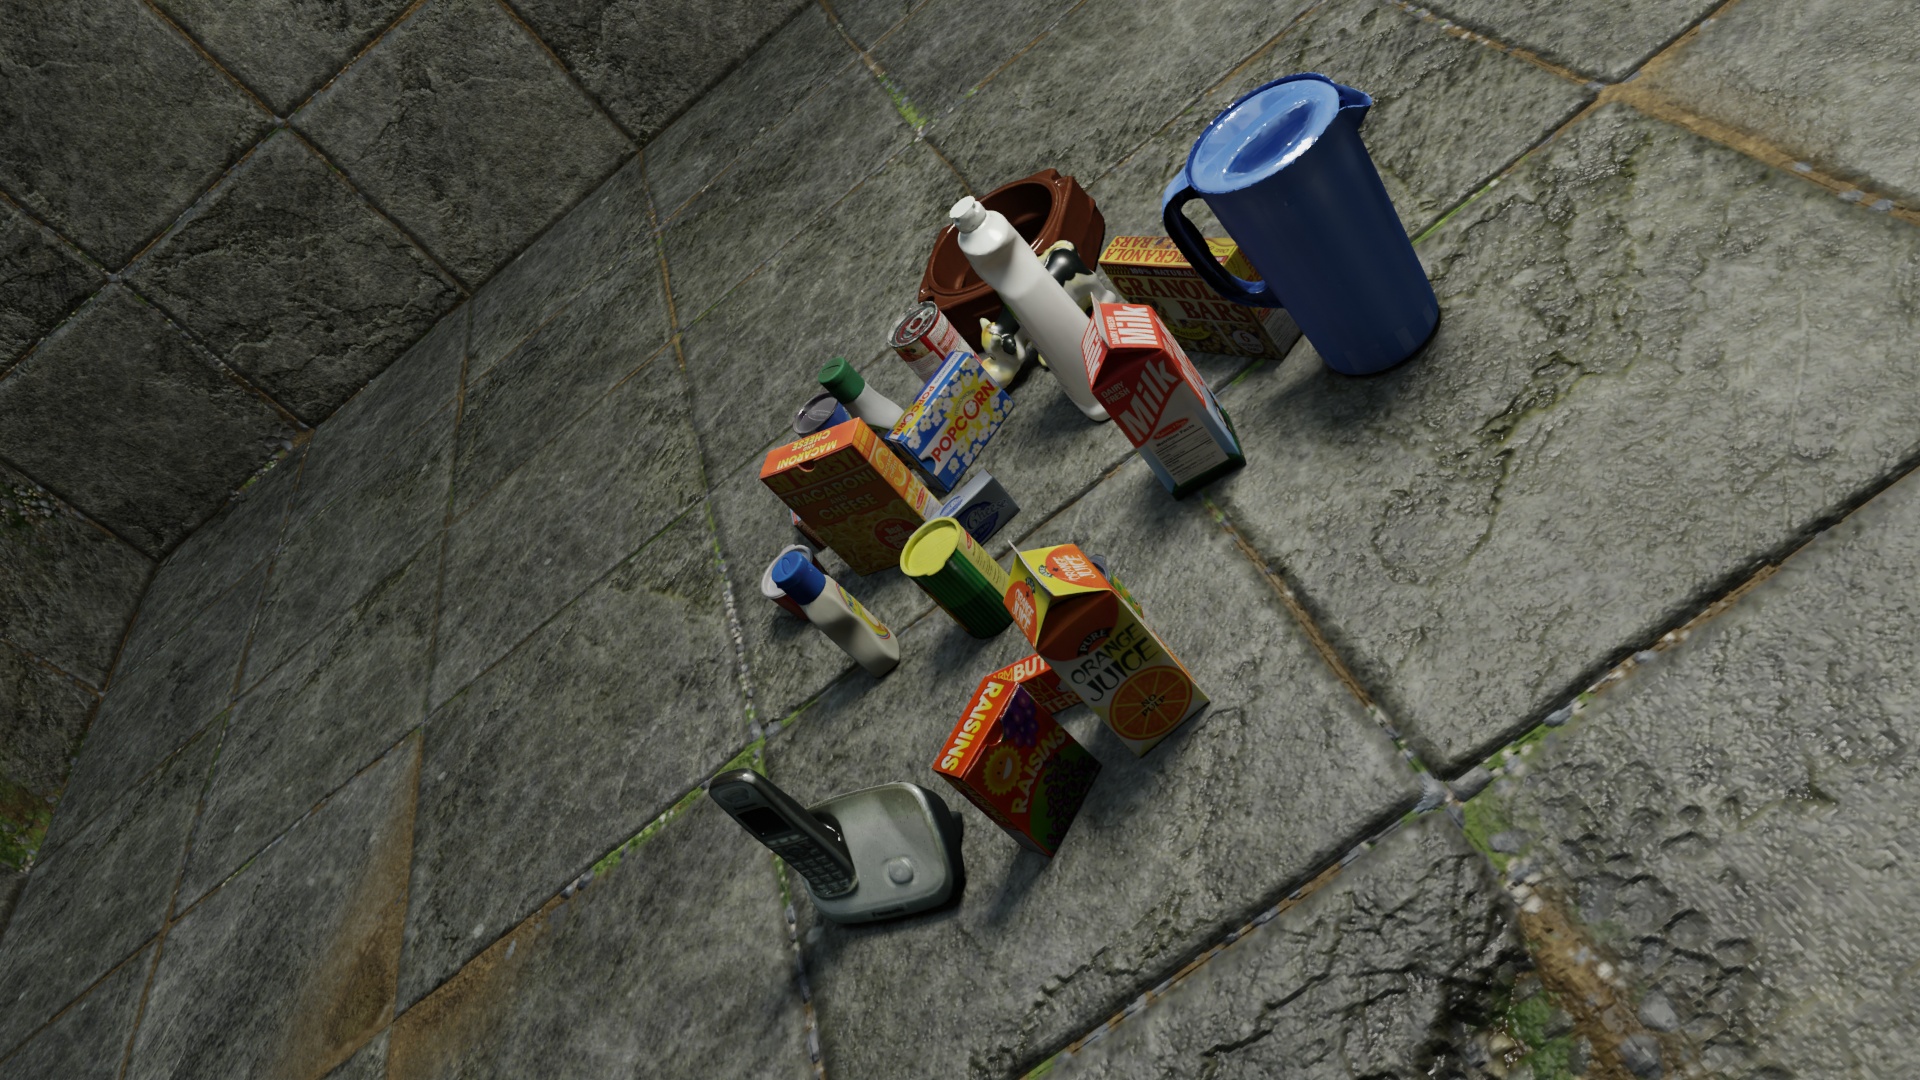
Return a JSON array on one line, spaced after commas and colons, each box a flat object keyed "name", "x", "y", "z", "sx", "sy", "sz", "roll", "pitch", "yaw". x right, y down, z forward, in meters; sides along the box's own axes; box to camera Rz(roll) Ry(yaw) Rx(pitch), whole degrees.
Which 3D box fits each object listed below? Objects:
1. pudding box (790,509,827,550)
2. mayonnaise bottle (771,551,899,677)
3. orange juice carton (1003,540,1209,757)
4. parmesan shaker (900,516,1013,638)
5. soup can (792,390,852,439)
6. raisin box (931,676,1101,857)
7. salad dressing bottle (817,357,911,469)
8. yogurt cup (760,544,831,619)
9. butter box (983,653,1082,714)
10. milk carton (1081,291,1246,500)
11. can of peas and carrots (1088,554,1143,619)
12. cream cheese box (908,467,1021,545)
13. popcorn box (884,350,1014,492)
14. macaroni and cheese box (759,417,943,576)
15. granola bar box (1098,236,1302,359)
[{"name": "pudding box", "x": -0.167, "y": -0.033, "z": 1.559, "sx": 0.030, "sy": 0.049, "sz": 0.084, "roll": -36, "pitch": 35, "yaw": 11}, {"name": "mayonnaise bottle", "x": -0.117, "y": 0.068, "z": 1.311, "sx": 0.041, "sy": 0.147, "sz": 0.065, "roll": -39, "pitch": 34, "yaw": 7}, {"name": "orange juice carton", "x": 0.100, "y": 0.073, "z": 1.045, "sx": 0.073, "sy": 0.192, "sz": 0.072, "roll": -40, "pitch": 34, "yaw": 5}, {"name": "parmesan shaker", "x": 0.002, "y": 0.037, "z": 1.263, "sx": 0.071, "sy": 0.103, "sz": 0.072, "roll": -27, "pitch": 37, "yaw": 23}, {"name": "soup can", "x": -0.139, "y": -0.124, "z": 1.598, "sx": 0.071, "sy": 0.083, "sz": 0.072, "roll": -27, "pitch": 37, "yaw": 23}, {"name": "raisin box", "x": 0.045, "y": 0.172, "z": 1.055, "sx": 0.040, "sy": 0.123, "sz": 0.086, "roll": 7, "pitch": 58, "yaw": 49}, {"name": "salad dressing bottle", "x": -0.096, "y": -0.138, "z": 1.513, "sx": 0.064, "sy": 0.147, "sz": 0.044, "roll": -9, "pitch": 47, "yaw": 40}, {"name": "yogurt cup", "x": -0.169, "y": 0.047, "z": 1.470, "sx": 0.072, "sy": 0.054, "sz": 0.073, "roll": -27, "pitch": 37, "yaw": 23}, {"name": "butter box", "x": 0.075, "y": 0.116, "z": 1.148, "sx": 0.103, "sy": 0.053, "sz": 0.024, "roll": -26, "pitch": 38, "yaw": 23}, {"name": "milk carton", "x": 0.166, "y": -0.130, "z": 1.200, "sx": 0.073, "sy": 0.190, "sz": 0.073, "roll": -30, "pitch": 36, "yaw": 19}, {"name": "can of peas and carrots", "x": 0.113, "y": 0.056, "z": 1.169, "sx": 0.071, "sy": 0.058, "sz": 0.071, "roll": -27, "pitch": 37, "yaw": 23}, {"name": "cream cheese box", "x": 0.005, "y": -0.017, "z": 1.363, "sx": 0.104, "sy": 0.053, "sz": 0.024, "roll": -43, "pitch": 34, "yaw": 1}, {"name": "popcorn box", "x": -0.010, "y": -0.127, "z": 1.469, "sx": 0.038, "sy": 0.085, "sz": 0.127, "roll": 16, "pitch": 65, "yaw": 52}, {"name": "macaroni and cheese box", "x": -0.101, "y": -0.040, "z": 1.394, "sx": 0.123, "sy": 0.166, "sz": 0.040, "roll": -18, "pitch": 42, "yaw": 33}, {"name": "granola bar box", "x": 0.223, "y": -0.229, "z": 1.308, "sx": 0.165, "sy": 0.124, "sz": 0.039, "roll": 17, "pitch": 66, "yaw": 52}]
